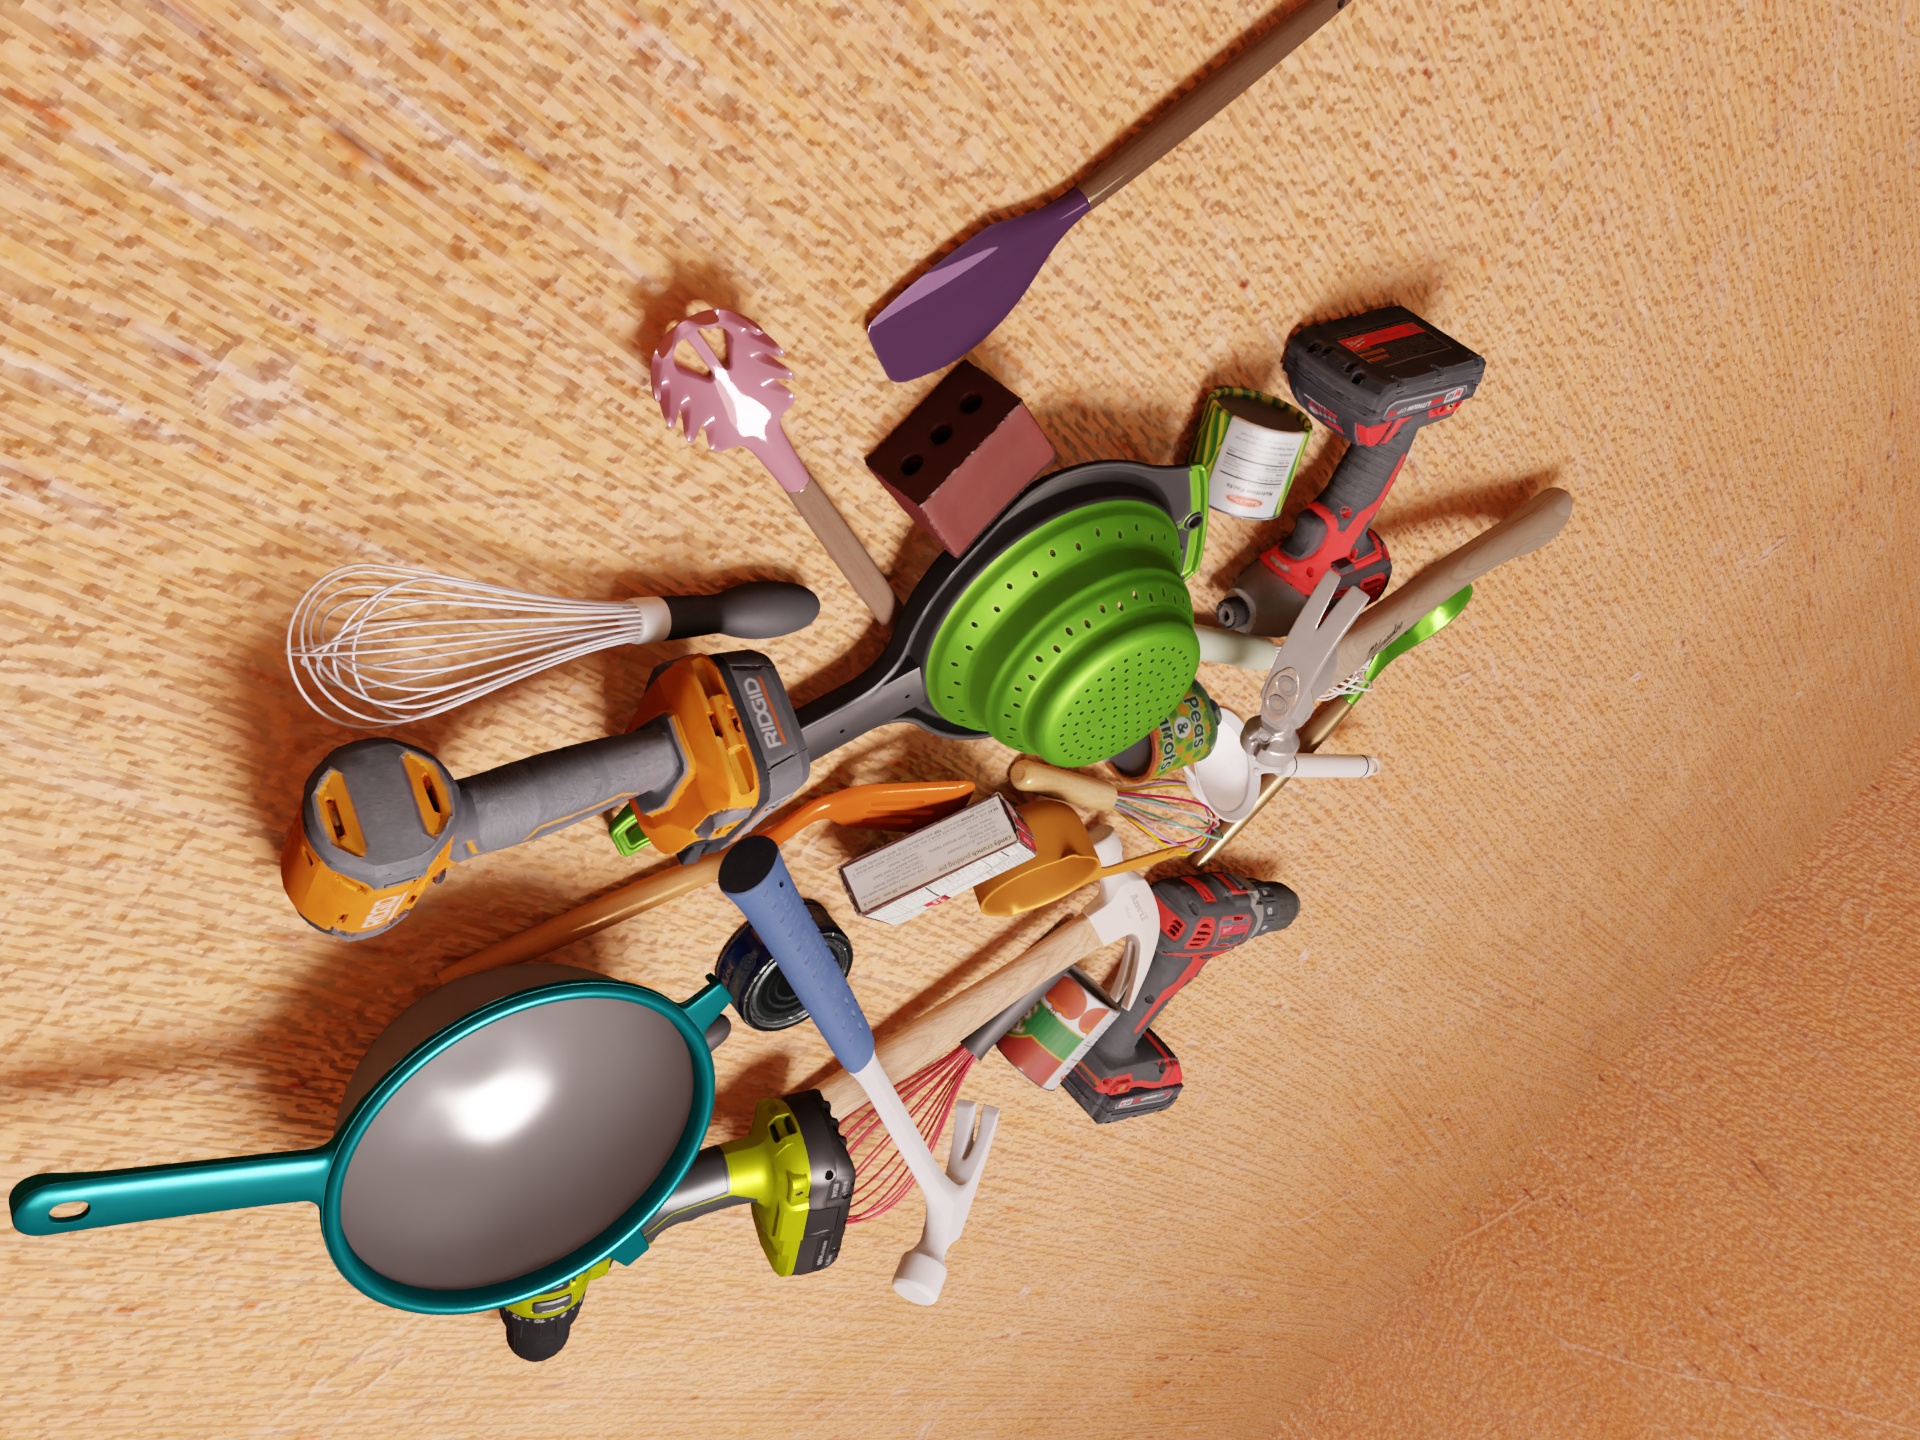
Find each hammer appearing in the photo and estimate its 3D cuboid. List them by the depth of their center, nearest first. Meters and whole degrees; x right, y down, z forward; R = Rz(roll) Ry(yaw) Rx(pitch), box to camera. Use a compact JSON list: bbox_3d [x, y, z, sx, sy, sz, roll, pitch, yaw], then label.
[{"bbox_3d":[-0.058,0.213,1.005,0.144,0.035,0.405,-64,147,-37],"label":"hammer"},{"bbox_3d":[0.344,-0.103,1.136,0.410,0.038,0.146,-30,150,-40],"label":"hammer"},{"bbox_3d":[0.003,0.216,1.162,0.331,0.031,0.130,-32,110,-9],"label":"hammer"}]

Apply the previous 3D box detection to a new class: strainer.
[{"bbox_3d":[-0.295,0.202,0.814,0.340,0.095,0.211,4,115,-39],"label":"strainer"},{"bbox_3d":[0.243,0.036,1.228,0.258,0.050,0.087,2,79,-39],"label":"strainer"}]

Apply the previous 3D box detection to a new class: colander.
[{"bbox_3d":[-0.001,-0.003,0.891,0.397,0.095,0.204,-29,149,-13],"label":"colander"}]

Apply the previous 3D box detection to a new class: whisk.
[{"bbox_3d":[-0.175,-0.046,0.745,0.284,0.070,0.070,-11,132,-46],"label":"whisk"},{"bbox_3d":[-0.239,0.236,0.959,0.239,0.055,0.055,-26,140,-32],"label":"whisk"},{"bbox_3d":[0.222,-0.047,1.145,0.246,0.058,0.059,6,128,-42],"label":"whisk"},{"bbox_3d":[0.117,0.062,1.150,0.244,0.051,0.047,16,118,-48],"label":"whisk"},{"bbox_3d":[-0.006,0.267,1.213,0.296,0.073,0.073,-47,145,-7],"label":"whisk"}]

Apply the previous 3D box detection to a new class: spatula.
[{"bbox_3d":[0.081,-0.277,0.802,0.316,0.018,0.059,-40,145,-6],"label":"spatula"},{"bbox_3d":[-0.141,0.092,0.920,0.322,0.041,0.081,-22,164,-26],"label":"spatula"}]

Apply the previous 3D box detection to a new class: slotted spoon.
[{"bbox_3d":[0.291,0.002,1.277,0.314,0.031,0.070,-49,143,8],"label":"slotted spoon"}]

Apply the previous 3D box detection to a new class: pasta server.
[{"bbox_3d":[-0.069,-0.101,0.807,0.060,0.040,0.315,-32,145,2],"label":"pasta server"}]

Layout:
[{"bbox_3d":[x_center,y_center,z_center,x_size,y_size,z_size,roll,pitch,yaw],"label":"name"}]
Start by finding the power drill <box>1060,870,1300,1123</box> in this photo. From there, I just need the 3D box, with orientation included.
[{"bbox_3d":[0.186,0.223,1.343,0.187,0.080,0.226,3,121,-47],"label":"power drill"}]

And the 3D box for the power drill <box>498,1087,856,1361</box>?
[{"bbox_3d":[-0.196,0.336,1.052,0.228,0.080,0.190,-7,129,-25],"label":"power drill"}]

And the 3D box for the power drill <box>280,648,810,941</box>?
[{"bbox_3d":[-0.203,0.043,0.753,0.226,0.084,0.164,-15,168,-33],"label":"power drill"}]

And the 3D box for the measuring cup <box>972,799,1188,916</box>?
[{"bbox_3d":[0.081,0.085,1.101,0.173,0.052,0.095,-10,154,-32],"label":"measuring cup"}]

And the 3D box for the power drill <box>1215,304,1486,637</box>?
[{"bbox_3d":[0.245,-0.150,1.044,0.143,0.079,0.219,-20,140,-31],"label":"power drill"}]
